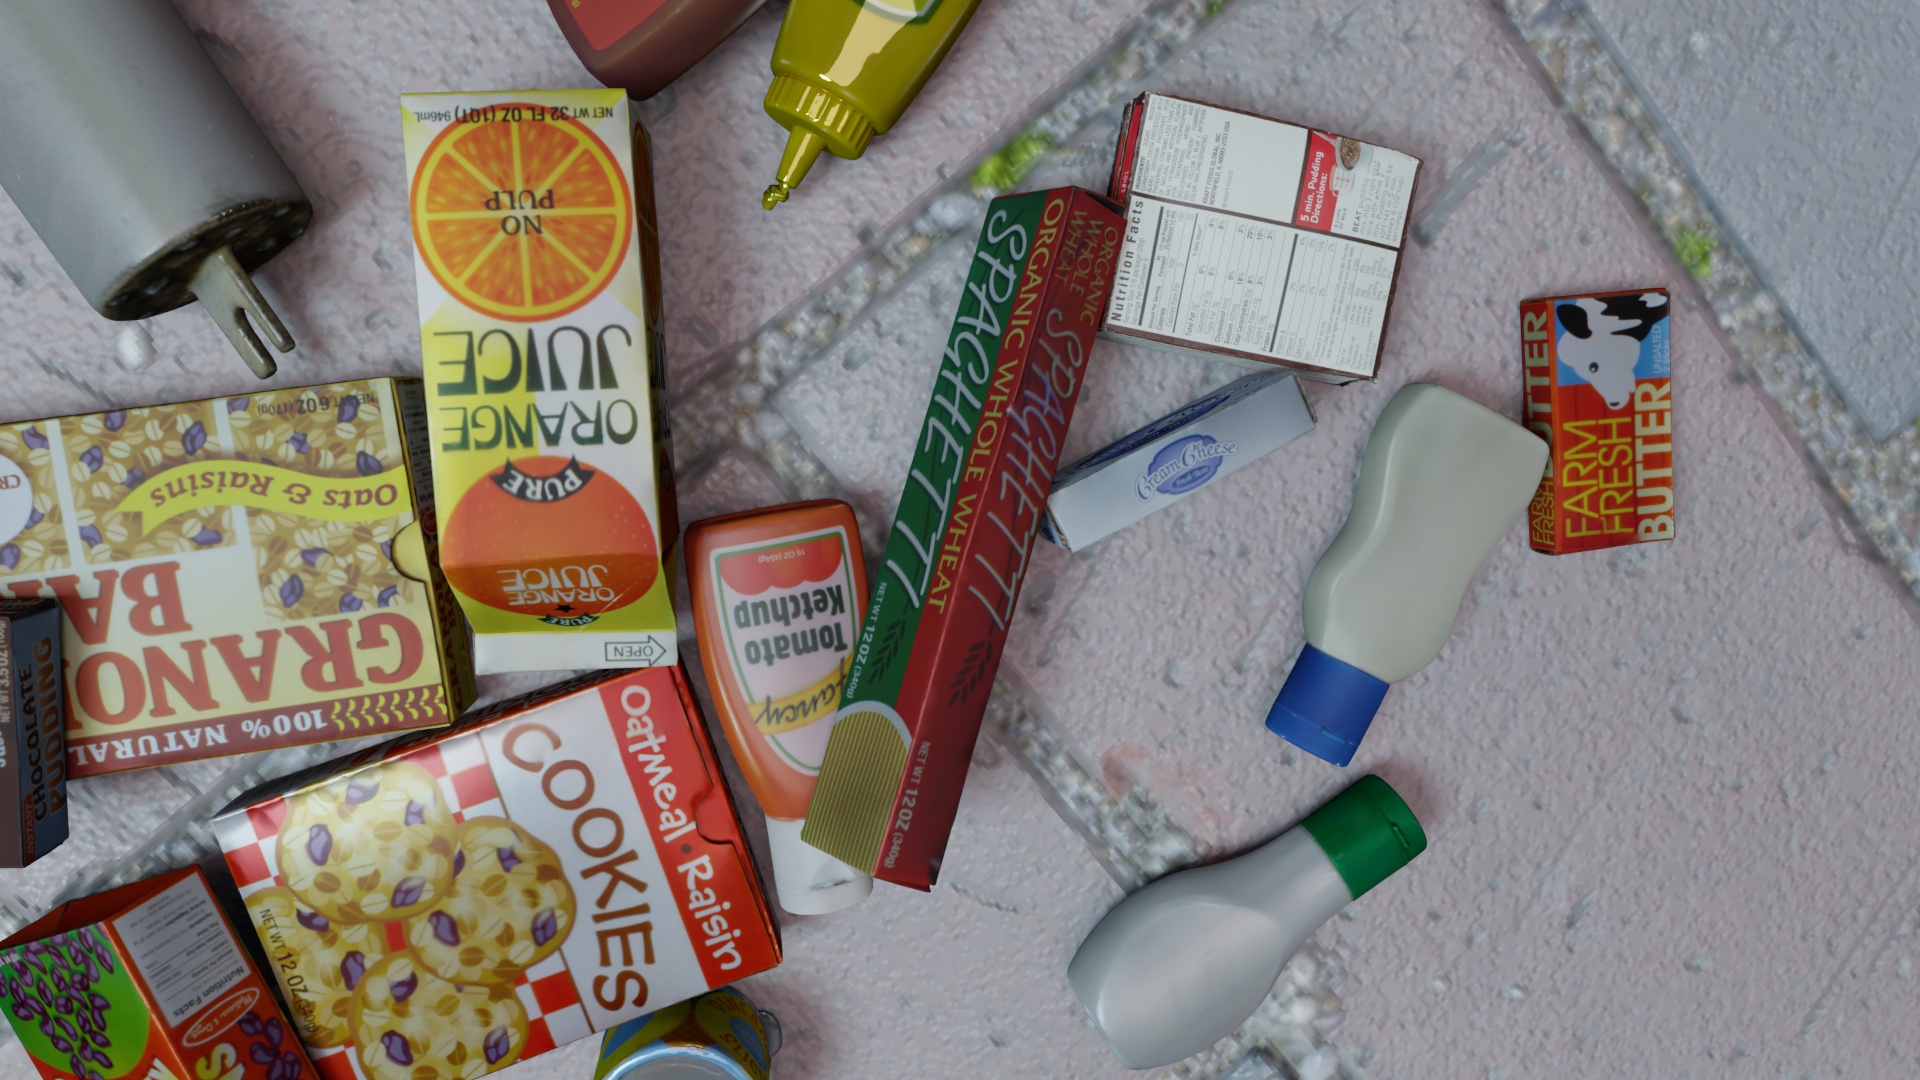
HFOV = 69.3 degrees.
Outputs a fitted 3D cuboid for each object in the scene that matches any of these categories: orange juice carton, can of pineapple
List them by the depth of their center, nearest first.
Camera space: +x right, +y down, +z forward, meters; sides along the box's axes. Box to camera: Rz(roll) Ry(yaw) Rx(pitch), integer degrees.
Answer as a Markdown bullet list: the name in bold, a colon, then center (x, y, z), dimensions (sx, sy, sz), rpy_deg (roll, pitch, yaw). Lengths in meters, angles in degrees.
- **orange juice carton**: center (-0.139, -0.049, 0.477), dimensions (0.072, 0.073, 0.192), rpy_deg (-4, 96, -6)
- **can of pineapple**: center (-0.102, 0.204, 0.516), dimensions (0.071, 0.058, 0.071), rpy_deg (-1, 96, -8)

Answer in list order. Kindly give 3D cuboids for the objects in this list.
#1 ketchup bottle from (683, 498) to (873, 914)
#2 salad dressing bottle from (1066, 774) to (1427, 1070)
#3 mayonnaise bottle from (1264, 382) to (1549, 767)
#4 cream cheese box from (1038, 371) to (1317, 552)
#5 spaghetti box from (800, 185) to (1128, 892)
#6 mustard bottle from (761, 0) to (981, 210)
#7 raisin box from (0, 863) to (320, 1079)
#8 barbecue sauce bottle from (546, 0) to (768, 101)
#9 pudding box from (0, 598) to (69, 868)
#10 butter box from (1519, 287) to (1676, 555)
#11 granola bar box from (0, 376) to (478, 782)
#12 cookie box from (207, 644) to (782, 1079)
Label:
- **ketchup bottle**: center (-0.060, 0.062, 0.515), dimensions (0.065, 0.043, 0.148), rpy_deg (-10, 98, -17)
- **salad dressing bottle**: center (0.114, 0.148, 0.548), dimensions (0.148, 0.044, 0.064), rpy_deg (-33, 97, -5)
- **mayonnaise bottle**: center (0.168, 0.015, 0.544), dimensions (0.065, 0.041, 0.148), rpy_deg (27, 93, -8)
- **cream cheese box**: center (0.076, -0.030, 0.519), dimensions (0.104, 0.053, 0.024), rpy_deg (-27, 97, -4)
- **spaghetti box**: center (0.002, -0.006, 0.491), dimensions (0.028, 0.050, 0.250), rpy_deg (21, 82, -37)
- **mustard bottle**: center (-0.029, -0.187, 0.491), dimensions (0.065, 0.049, 0.160), rpy_deg (27, 91, -6)
- **raisin box**: center (-0.274, 0.181, 0.481), dimensions (0.086, 0.040, 0.123), rpy_deg (-19, 99, 27)
- **barbecue sauce bottle**: center (-0.070, -0.212, 0.457), dimensions (0.148, 0.044, 0.065), rpy_deg (-31, 74, 19)
- **pudding box**: center (-0.320, 0.061, 0.445), dimensions (0.050, 0.030, 0.083), rpy_deg (1, 97, -7)
- **butter box**: center (0.255, -0.048, 0.557), dimensions (0.053, 0.024, 0.103), rpy_deg (-5, 97, -8)
- **granola bar box**: center (-0.266, 0.014, 0.483), dimensions (0.166, 0.039, 0.124), rpy_deg (-8, 97, -7)
- **cookie box**: center (-0.163, 0.124, 0.508), dimensions (0.168, 0.040, 0.122), rpy_deg (-19, 98, -6)
